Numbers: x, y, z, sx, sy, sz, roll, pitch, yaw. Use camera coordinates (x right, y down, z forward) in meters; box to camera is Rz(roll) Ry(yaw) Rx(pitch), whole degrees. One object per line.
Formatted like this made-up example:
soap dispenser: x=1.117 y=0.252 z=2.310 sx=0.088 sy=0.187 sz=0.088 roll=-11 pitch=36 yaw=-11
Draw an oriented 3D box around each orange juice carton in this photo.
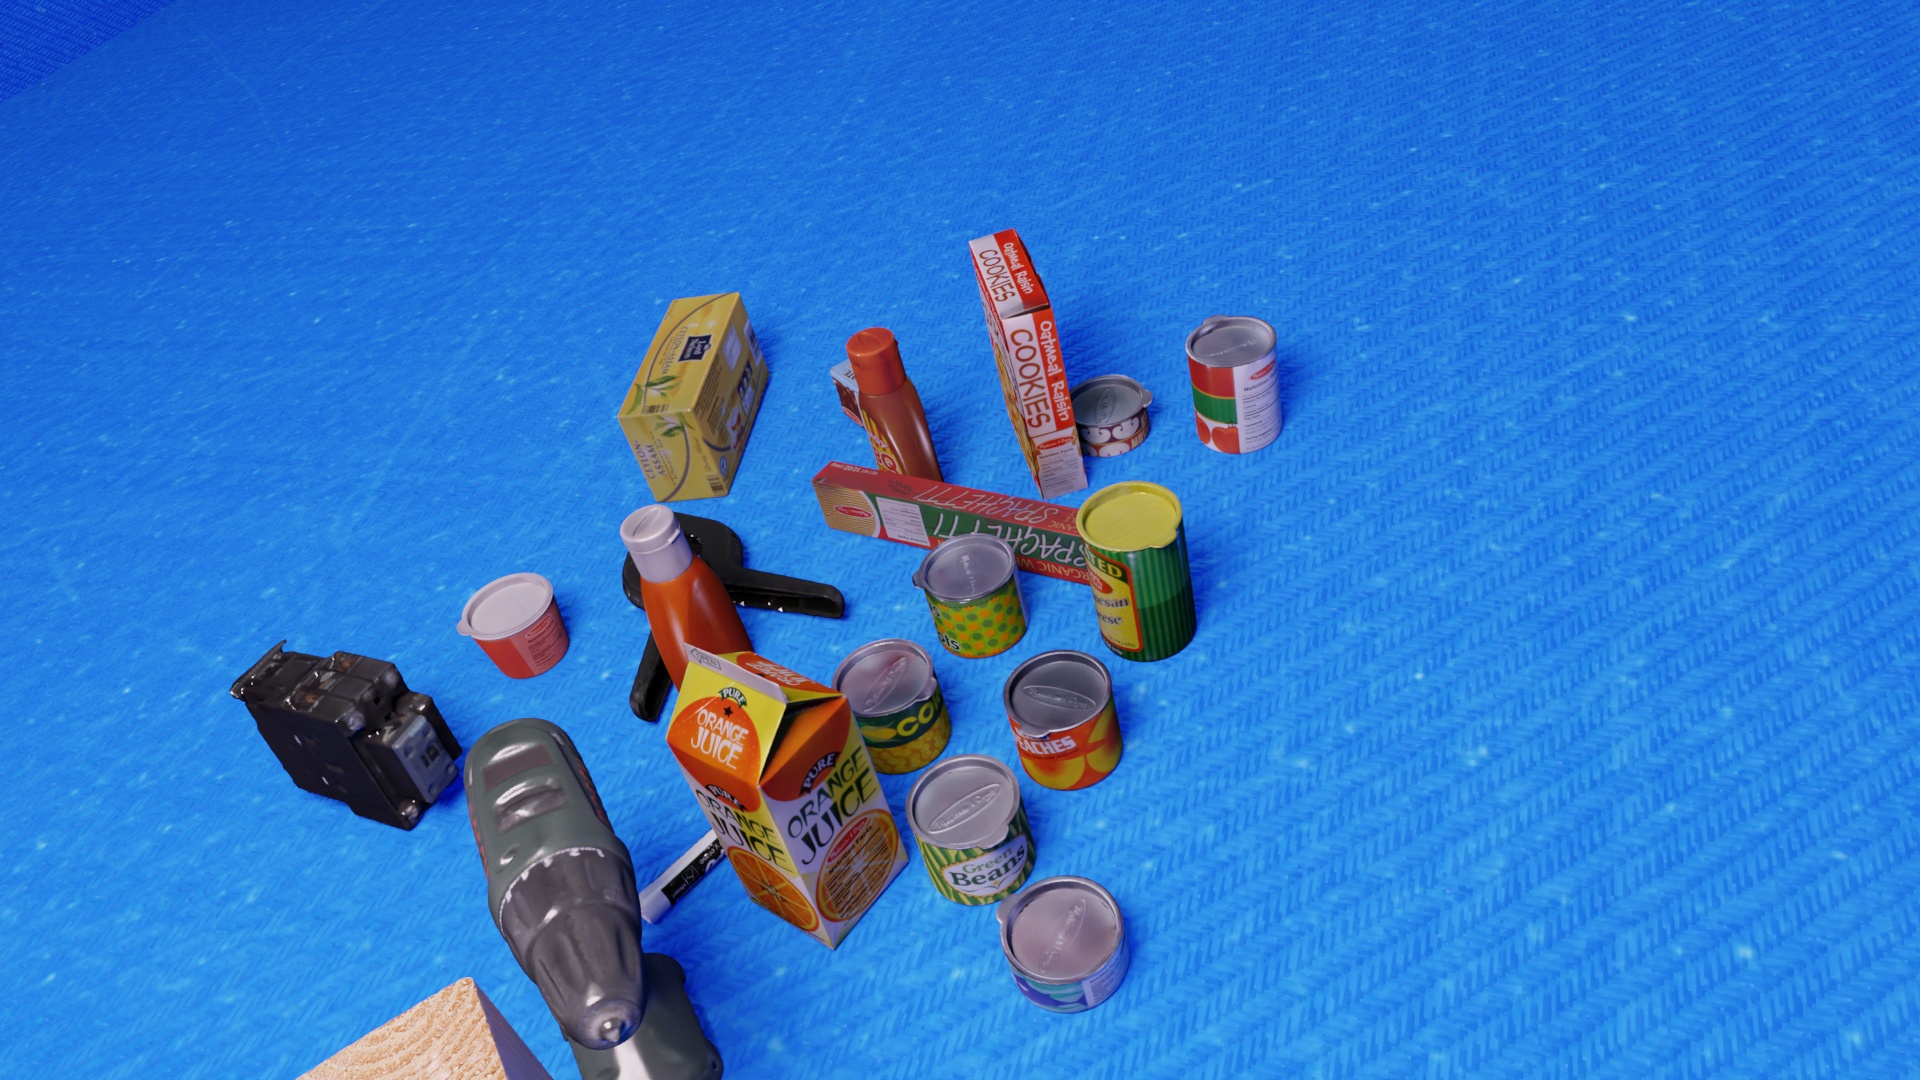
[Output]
orange juice carton: x=-0.097 y=0.133 z=0.768 sx=0.072 sy=0.191 sz=0.073 roll=19 pitch=51 yaw=35

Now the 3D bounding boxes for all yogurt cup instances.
yogurt cup: x=-0.325 y=0.065 z=1.027 sx=0.072 sy=0.053 sz=0.073 roll=-9 pitch=40 yaw=8

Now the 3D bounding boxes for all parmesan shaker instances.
parmesan shaker: x=0.117 y=0.023 z=0.897 sx=0.071 sy=0.102 sz=0.072 roll=-9 pitch=40 yaw=8

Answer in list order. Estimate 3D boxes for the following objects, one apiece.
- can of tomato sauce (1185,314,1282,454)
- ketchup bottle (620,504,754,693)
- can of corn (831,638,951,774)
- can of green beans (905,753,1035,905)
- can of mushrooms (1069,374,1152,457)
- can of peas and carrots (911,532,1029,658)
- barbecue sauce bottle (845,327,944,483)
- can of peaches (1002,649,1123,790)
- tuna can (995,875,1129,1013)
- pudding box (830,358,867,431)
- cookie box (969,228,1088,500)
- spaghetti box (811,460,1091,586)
can of tomato sauce: x=0.206 y=-0.118 z=1.048 sx=0.071 sy=0.082 sz=0.071 roll=-9 pitch=40 yaw=8
ketchup bottle: x=-0.185 y=0.043 z=0.935 sx=0.043 sy=0.148 sz=0.065 roll=7 pitch=45 yaw=25
can of corn: x=-0.041 y=0.107 z=0.885 sx=0.071 sy=0.058 sz=0.071 roll=-9 pitch=40 yaw=8
can of green beans: x=0.007 y=0.167 z=0.800 sx=0.071 sy=0.057 sz=0.071 roll=-9 pitch=40 yaw=8
can of mushrooms: x=0.117 y=-0.098 z=1.092 sx=0.071 sy=0.033 sz=0.071 roll=-9 pitch=40 yaw=8
can of peas and carrots: x=0.008 y=0.039 z=0.948 sx=0.071 sy=0.058 sz=0.071 roll=-9 pitch=40 yaw=8
barbecue sauce bottle: x=-0.050 y=-0.090 z=1.046 sx=0.044 sy=0.147 sz=0.065 roll=-30 pitch=42 yaw=-17
can of peaches: x=0.062 y=0.111 z=0.847 sx=0.071 sy=0.057 sz=0.071 roll=-9 pitch=40 yaw=8
tuna can: x=0.054 y=0.216 z=0.747 sx=0.071 sy=0.032 sz=0.071 roll=-9 pitch=40 yaw=8
pudding box: x=-0.072 y=-0.116 z=1.161 sx=0.030 sy=0.049 sz=0.084 roll=-32 pitch=43 yaw=-19
cookie box: x=0.052 y=-0.133 z=1.050 sx=0.040 sy=0.166 sz=0.123 roll=-16 pitch=40 yaw=-1
spaghetti box: x=0.004 y=-0.013 z=1.016 sx=0.250 sy=0.050 sz=0.029 roll=12 pitch=47 yaw=29
